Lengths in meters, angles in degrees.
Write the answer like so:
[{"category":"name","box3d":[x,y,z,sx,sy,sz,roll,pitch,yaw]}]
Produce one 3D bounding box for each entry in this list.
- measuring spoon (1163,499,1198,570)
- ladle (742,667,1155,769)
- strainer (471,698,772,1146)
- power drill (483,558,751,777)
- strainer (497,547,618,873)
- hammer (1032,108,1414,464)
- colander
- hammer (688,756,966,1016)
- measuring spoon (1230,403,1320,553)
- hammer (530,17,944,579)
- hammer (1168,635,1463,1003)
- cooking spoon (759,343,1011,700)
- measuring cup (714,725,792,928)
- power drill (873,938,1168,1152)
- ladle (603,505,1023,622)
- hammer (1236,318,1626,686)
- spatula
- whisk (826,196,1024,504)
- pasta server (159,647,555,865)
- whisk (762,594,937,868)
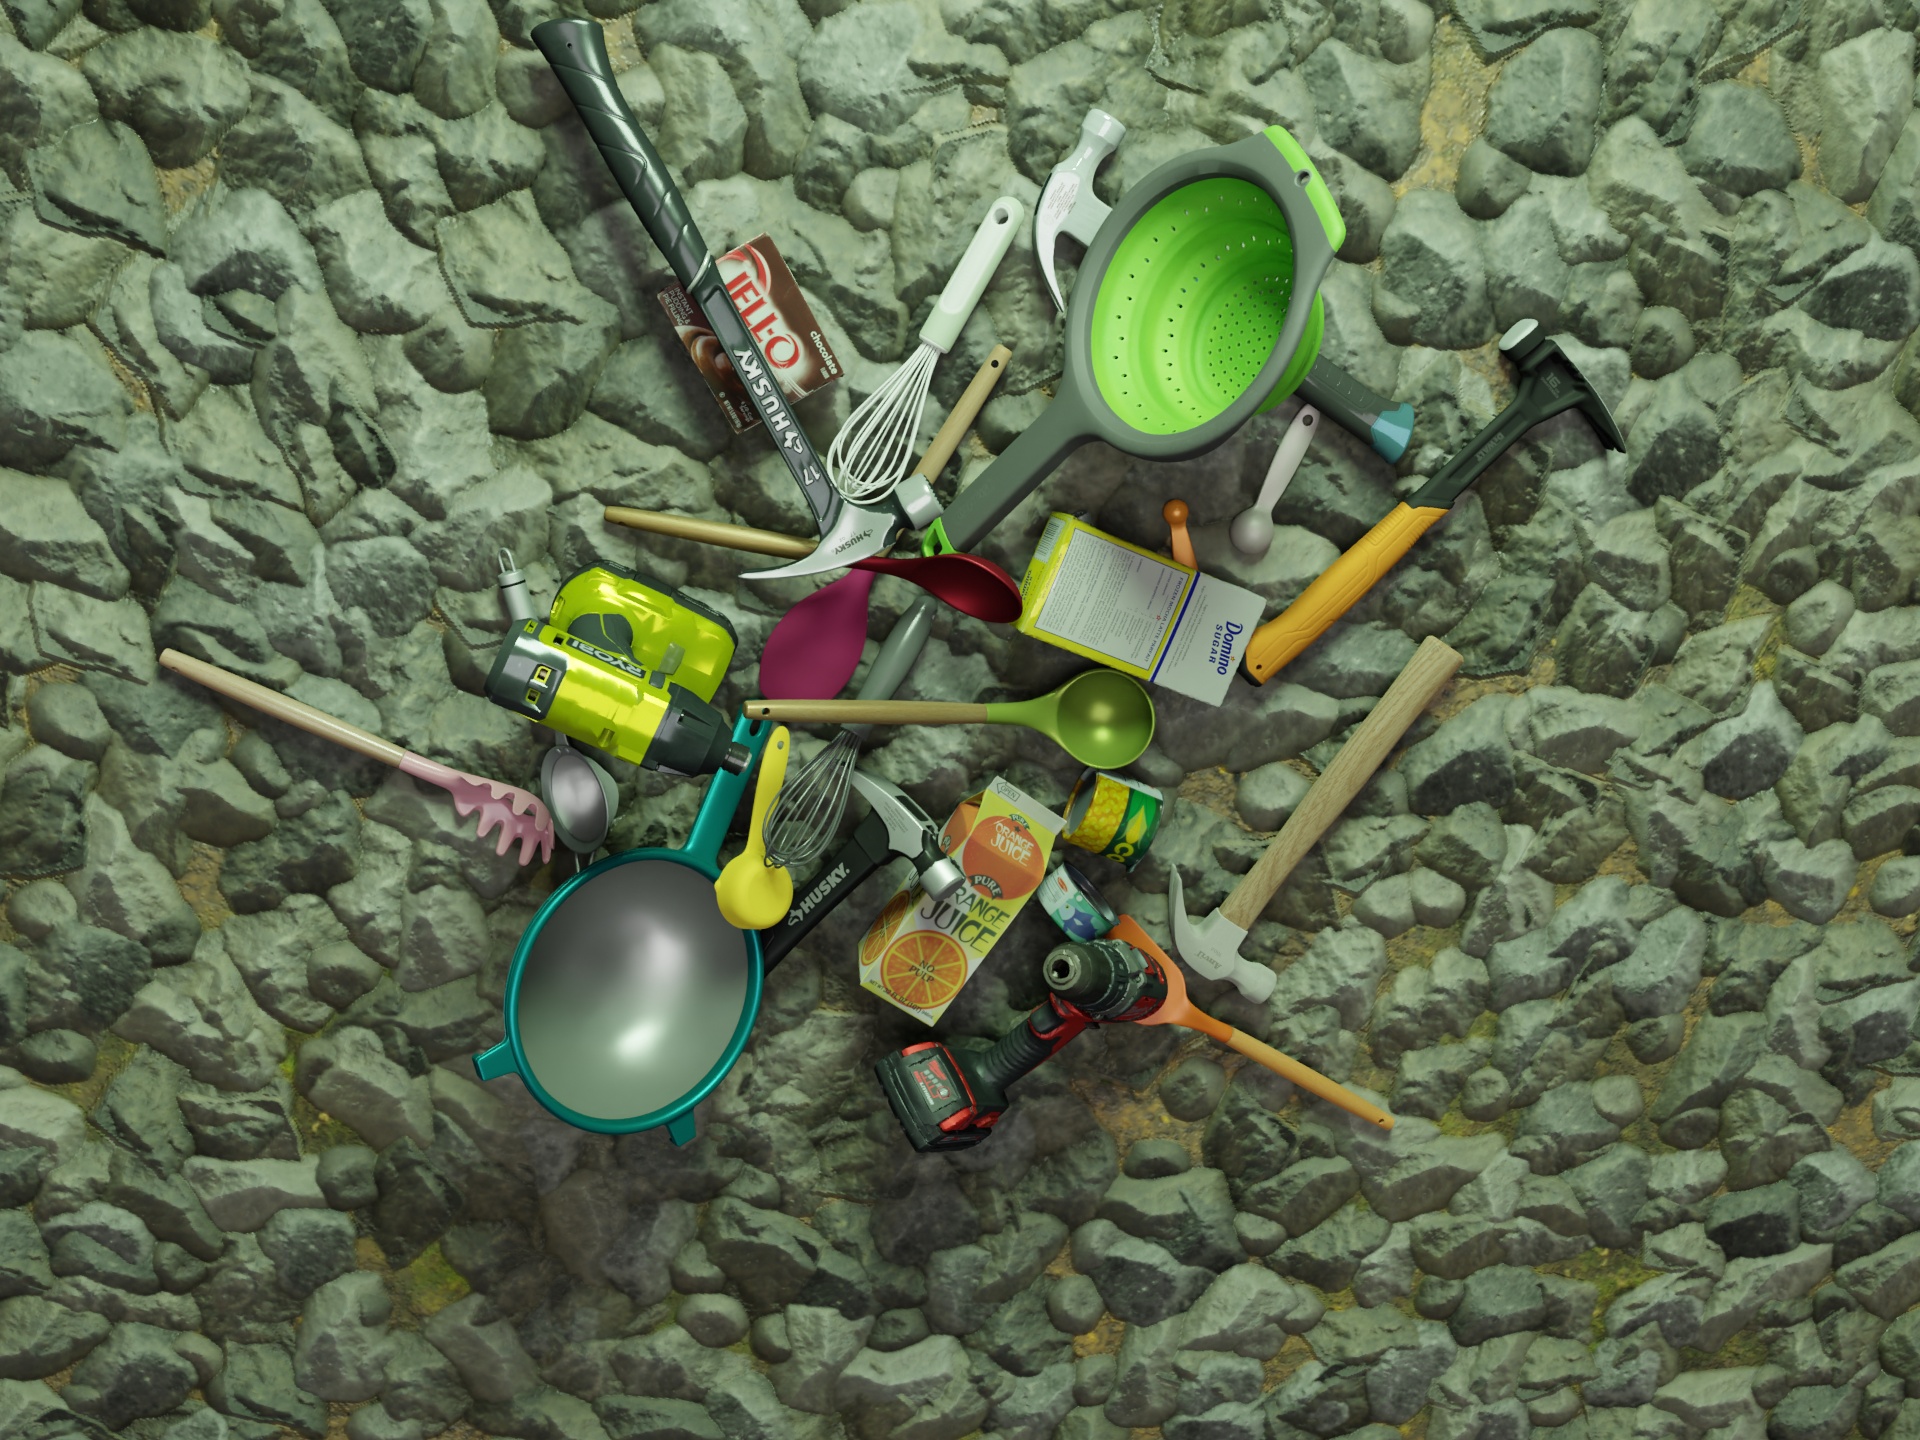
[{"category":"measuring spoon","box3d":[0.175,-0.113,1.223,0.021,0.011,0.116,-13,109,-1]},{"category":"ladle","box3d":[-0.002,-0.004,1.175,0.320,0.062,0.078,1,97,-24]},{"category":"strainer","box3d":[-0.236,0.137,1.208,0.210,0.095,0.340,32,72,-38]},{"category":"power drill","box3d":[-0.223,-0.032,1.100,0.171,0.223,0.080,25,104,-12]},{"category":"strainer","box3d":[-0.304,-0.006,1.198,0.050,0.087,0.258,-28,109,-44]},{"category":"hammer","box3d":[0.196,-0.292,1.152,0.331,0.033,0.128,31,102,-12]},{"category":"colander","box3d":[0.122,-0.222,1.107,0.094,0.205,0.397,9,141,-43]},{"category":"hammer","box3d":[-0.152,0.172,1.252,0.334,0.035,0.146,-45,71,18]},{"category":"measuring spoon","box3d":[0.242,-0.183,1.203,0.034,0.018,0.124,22,103,-11]},{"category":"hammer","box3d":[-0.172,-0.284,1.083,0.149,0.036,0.409,-29,101,4]},{"category":"hammer","box3d":[0.287,0.071,1.283,0.130,0.031,0.331,32,102,-15]},{"category":"cooking spoon","box3d":[-0.054,-0.141,1.187,0.068,0.017,0.319,33,101,-3]},{"category":"measuring cup","box3d":[-0.143,0.081,1.202,0.062,0.029,0.156,17,81,-41]},{"category":"power drill","box3d":[0.046,0.244,1.238,0.226,0.187,0.080,-36,66,12]},{"category":"ladle","box3d":[-0.107,-0.122,1.162,0.315,0.031,0.069,11,150,3]},{"category":"hammer","box3d":[0.345,-0.144,1.217,0.337,0.034,0.127,-43,105,9]},{"category":"spatula","box3d":[0.243,0.272,1.349,0.322,0.041,0.081,31,102,-18]},{"category":"whisk","box3d":[-0.024,-0.263,1.139,0.058,0.059,0.246,33,99,14]},{"category":"pasta server","box3d":[-0.448,0.023,1.195,0.316,0.040,0.060,25,136,-11]},{"category":"whisk","box3d":[-0.081,0.007,1.188,0.055,0.055,0.239,32,80,-14]}]
